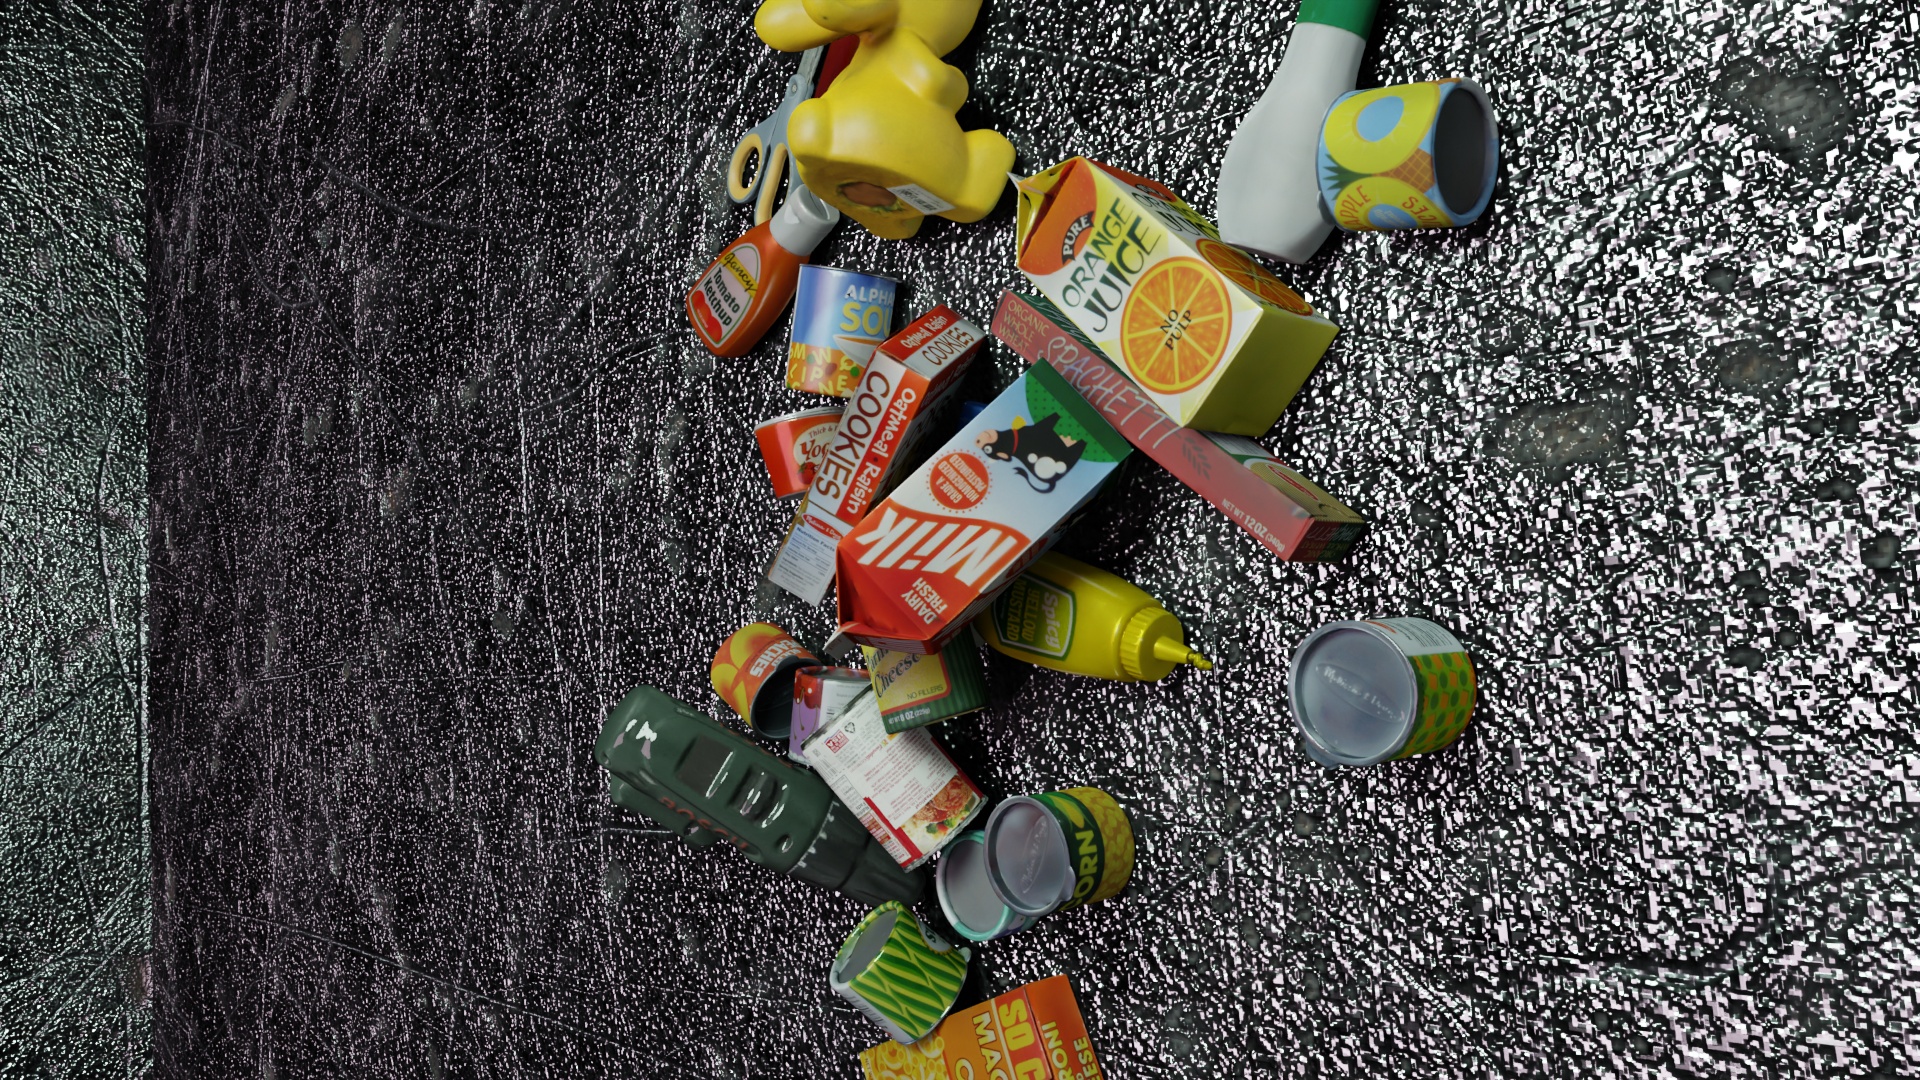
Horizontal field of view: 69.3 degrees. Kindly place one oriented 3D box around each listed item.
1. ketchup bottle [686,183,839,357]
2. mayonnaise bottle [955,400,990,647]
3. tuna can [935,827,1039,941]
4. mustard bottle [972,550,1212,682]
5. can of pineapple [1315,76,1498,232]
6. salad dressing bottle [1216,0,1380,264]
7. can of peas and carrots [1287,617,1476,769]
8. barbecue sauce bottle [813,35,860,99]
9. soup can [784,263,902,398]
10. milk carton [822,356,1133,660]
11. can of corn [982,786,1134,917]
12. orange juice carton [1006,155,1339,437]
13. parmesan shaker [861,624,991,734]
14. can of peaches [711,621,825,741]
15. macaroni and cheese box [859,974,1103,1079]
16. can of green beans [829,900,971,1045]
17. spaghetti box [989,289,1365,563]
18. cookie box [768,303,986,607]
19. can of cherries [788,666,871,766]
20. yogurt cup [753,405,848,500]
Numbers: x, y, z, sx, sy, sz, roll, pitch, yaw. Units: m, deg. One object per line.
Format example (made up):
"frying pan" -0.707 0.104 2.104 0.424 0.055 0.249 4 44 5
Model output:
"ketchup bottle" -0.144 -0.200 1.018 0.148 0.044 0.065 -39 73 38
"mayonnaise bottle" 0.003 -0.011 0.862 0.065 0.041 0.147 23 104 40
"tuna can" 0.020 0.207 0.843 0.071 0.033 0.071 -1 88 47
"mustard bottle" 0.074 0.046 0.779 0.160 0.049 0.065 16 103 45
"can of pineapple" 0.205 -0.174 0.637 0.058 0.071 0.071 9 95 46
"salad dressing bottle" 0.172 -0.214 0.688 0.064 0.044 0.147 20 100 21
"can of peas and carrots" 0.195 0.071 0.645 0.071 0.059 0.071 -1 89 47
"barbecue sauce bottle" -0.059 -0.334 0.935 0.065 0.044 0.148 35 113 41
"soup can" -0.078 -0.139 0.933 0.071 0.071 0.083 16 101 45
"milk carton" 0.000 -0.003 0.754 0.191 0.072 0.073 -43 80 -6
"can of corn" 0.058 0.176 0.785 0.071 0.058 0.071 -2 87 46
"orange juice carton" 0.100 -0.141 0.742 0.193 0.072 0.072 51 123 34
"parmesan shaker" -0.024 0.055 0.816 0.071 0.071 0.103 -25 78 43
"can of peaches" -0.134 0.097 0.982 0.058 0.071 0.071 34 113 42
"macaroni and cheese box" 0.017 0.346 0.835 0.165 0.040 0.124 -38 64 39
"can of green beans" -0.039 0.267 0.862 0.058 0.071 0.071 43 130 -12
"spaghetti box" 0.107 -0.067 0.748 0.251 0.050 0.028 44 118 38
"cookie box" -0.051 -0.056 0.861 0.040 0.123 0.166 30 116 3
"can of cherries" -0.081 0.117 0.927 0.071 0.071 0.058 8 94 46
"yogurt cup" -0.105 -0.059 0.960 0.072 0.072 0.054 -14 87 45
